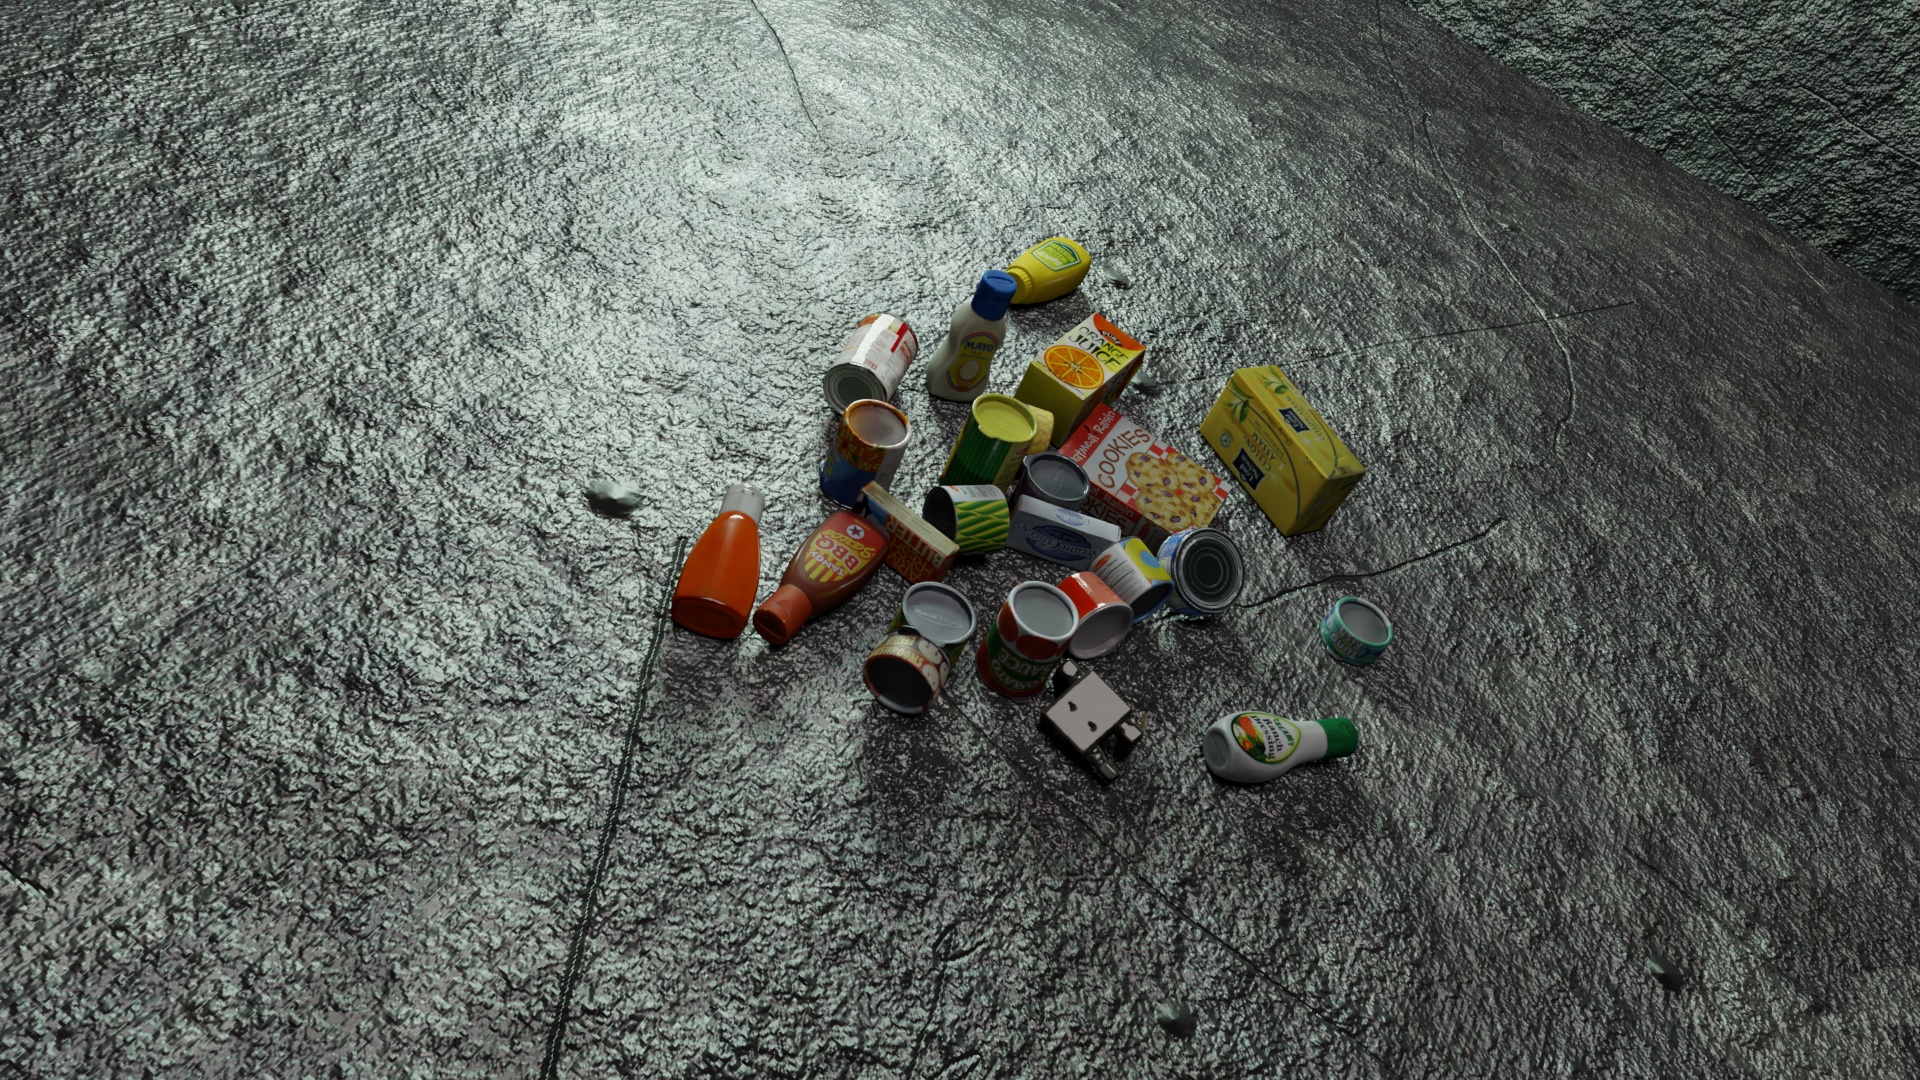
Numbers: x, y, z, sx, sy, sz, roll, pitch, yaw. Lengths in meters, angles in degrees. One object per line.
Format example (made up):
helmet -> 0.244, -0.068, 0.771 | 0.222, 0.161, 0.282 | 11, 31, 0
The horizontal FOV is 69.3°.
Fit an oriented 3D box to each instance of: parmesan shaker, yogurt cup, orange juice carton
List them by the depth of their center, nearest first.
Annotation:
yogurt cup -> 0.115, 0.065, 1.262 | 0.072, 0.072, 0.054 | -6, 44, -31
parmesan shaker -> 0.024, -0.080, 1.328 | 0.071, 0.102, 0.072 | 14, 43, -14
orange juice carton -> 0.137, -0.183, 1.507 | 0.072, 0.072, 0.194 | 37, 43, 11

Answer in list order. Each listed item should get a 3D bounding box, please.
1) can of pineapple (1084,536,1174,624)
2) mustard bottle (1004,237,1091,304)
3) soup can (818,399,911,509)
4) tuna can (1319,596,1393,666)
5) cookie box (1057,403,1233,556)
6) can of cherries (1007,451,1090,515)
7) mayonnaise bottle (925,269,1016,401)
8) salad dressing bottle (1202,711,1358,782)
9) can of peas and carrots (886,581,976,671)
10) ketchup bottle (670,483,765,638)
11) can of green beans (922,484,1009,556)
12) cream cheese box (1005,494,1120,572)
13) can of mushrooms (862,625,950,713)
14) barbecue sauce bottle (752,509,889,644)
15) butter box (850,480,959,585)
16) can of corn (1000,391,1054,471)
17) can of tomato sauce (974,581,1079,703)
can of pineapple -> 0.160, 0.039, 1.307 | 0.071, 0.070, 0.058 | -14, 56, -36
mustard bottle -> 0.090, -0.309, 1.625 | 0.065, 0.048, 0.161 | 39, 44, 16
soup can -> -0.090, -0.081, 1.287 | 0.071, 0.083, 0.072 | 14, 44, -13
tuna can -> 0.397, 0.092, 1.395 | 0.071, 0.032, 0.071 | 14, 43, -14
cookie box -> 0.184, -0.059, 1.432 | 0.167, 0.040, 0.123 | 34, 44, 7
can of cherries -> 0.084, -0.045, 1.357 | 0.071, 0.058, 0.072 | 13, 45, -14
mayonnaise bottle -> 0.015, -0.208, 1.415 | 0.065, 0.147, 0.041 | 5, 47, -22
salad dressing bottle -> 0.289, 0.182, 1.246 | 0.148, 0.043, 0.064 | -1, 50, -27
can of peas and carrots -> -0.027, 0.080, 1.179 | 0.071, 0.058, 0.071 | 14, 45, -14
ketchup bottle -> -0.197, 0.013, 1.173 | 0.065, 0.043, 0.149 | 19, 43, -10
can of green beans -> 0.005, -0.018, 1.286 | 0.058, 0.071, 0.071 | -3, 50, -29
cream cheese box -> 0.095, -0.004, 1.326 | 0.104, 0.053, 0.024 | 18, 45, -9
can of mushrooms -> -0.045, 0.106, 1.136 | 0.071, 0.070, 0.034 | 30, 44, 3
barbecue sauce bottle -> -0.122, 0.033, 1.190 | 0.065, 0.043, 0.149 | 34, 43, 7
butter box -> -0.054, -0.002, 1.251 | 0.103, 0.052, 0.024 | 38, 41, 11
can of corn -> 0.056, -0.109, 1.396 | 0.058, 0.070, 0.071 | 18, 43, -11
can of tomato sauce -> 0.057, 0.087, 1.196 | 0.071, 0.082, 0.071 | 14, 43, -14
